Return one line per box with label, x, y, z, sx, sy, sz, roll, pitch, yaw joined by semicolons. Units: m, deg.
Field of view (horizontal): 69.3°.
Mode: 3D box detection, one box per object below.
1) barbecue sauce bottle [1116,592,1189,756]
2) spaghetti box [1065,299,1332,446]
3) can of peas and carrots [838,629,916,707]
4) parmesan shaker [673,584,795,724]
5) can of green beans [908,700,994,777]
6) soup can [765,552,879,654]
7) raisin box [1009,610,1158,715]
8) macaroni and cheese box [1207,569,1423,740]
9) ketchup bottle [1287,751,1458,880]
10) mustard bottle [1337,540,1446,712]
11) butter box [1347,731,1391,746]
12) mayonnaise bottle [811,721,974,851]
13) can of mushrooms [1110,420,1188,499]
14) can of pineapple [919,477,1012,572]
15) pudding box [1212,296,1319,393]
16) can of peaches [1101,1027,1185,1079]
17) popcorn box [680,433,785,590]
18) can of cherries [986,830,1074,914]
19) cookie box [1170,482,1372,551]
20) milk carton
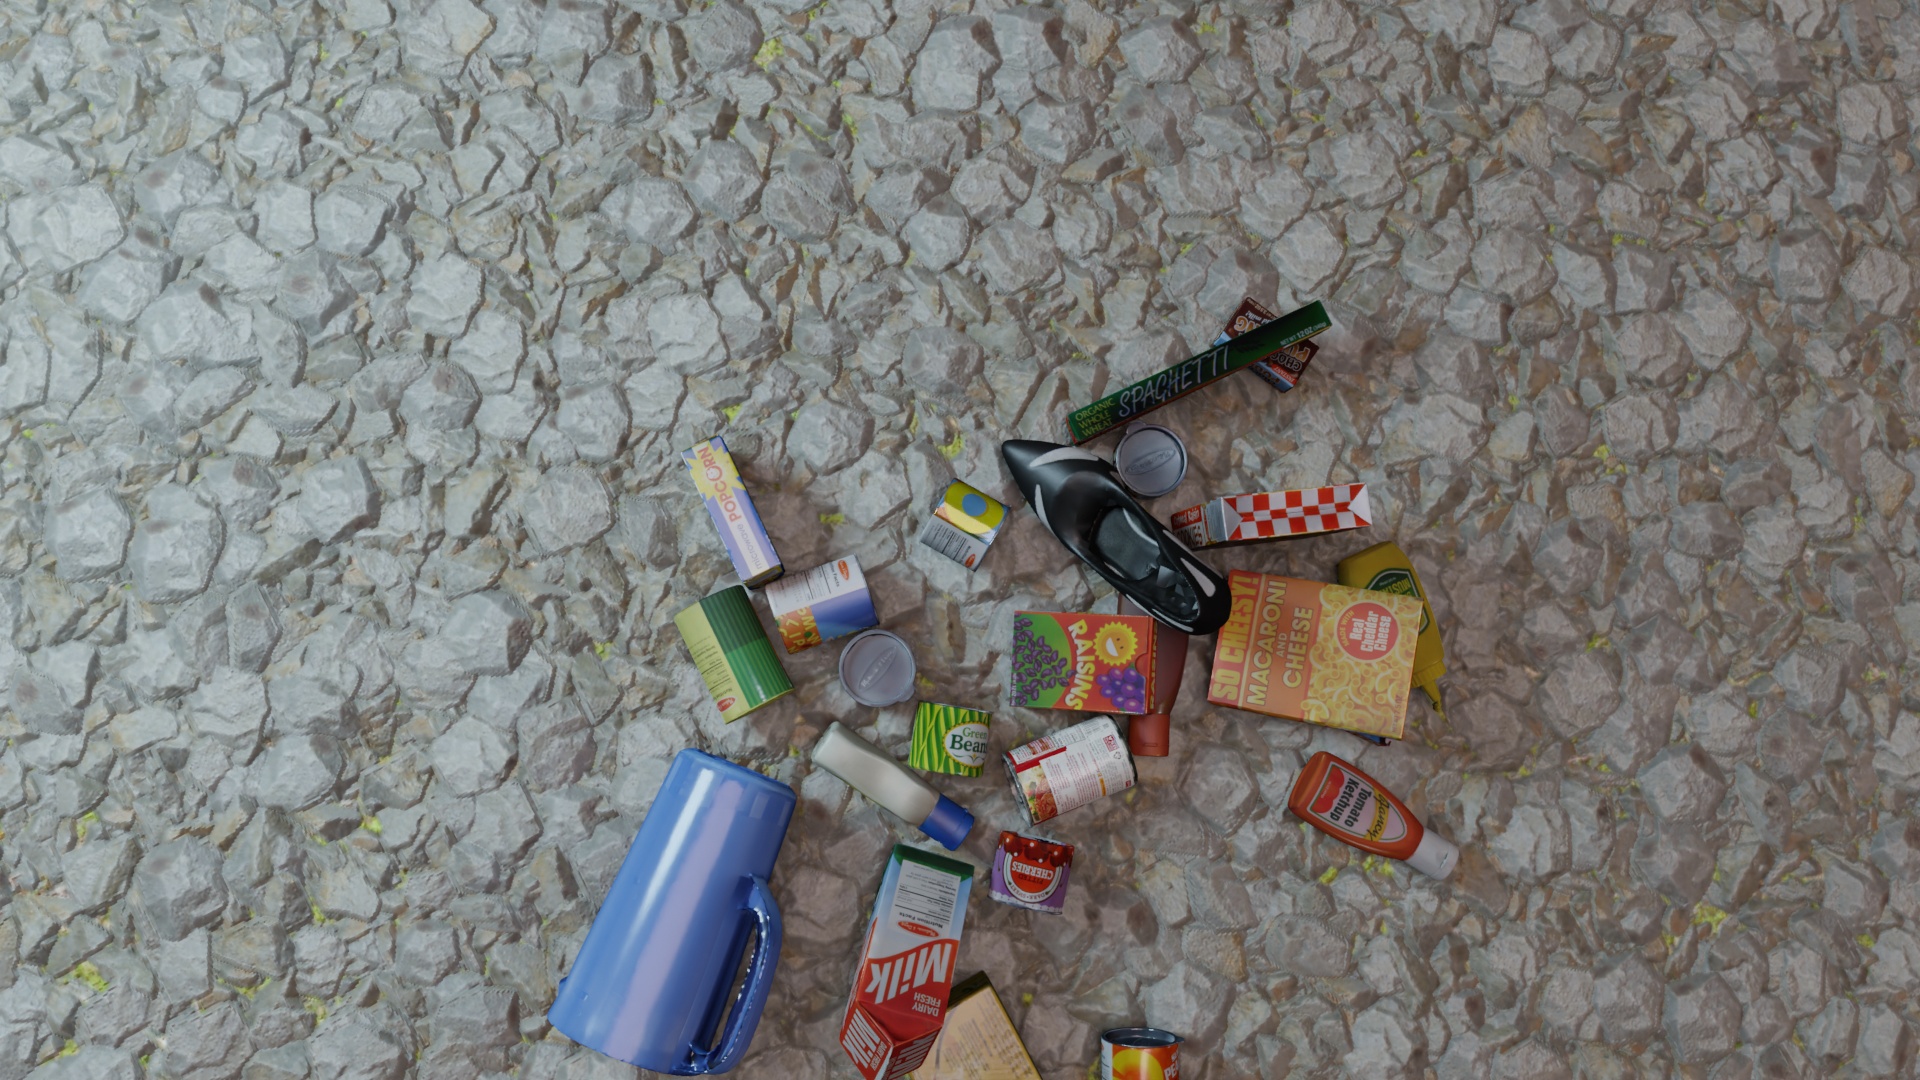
barbecue sauce bottle;0.169;0.116;1.234;0.065;0.043;0.148;3;83;2
spaghetti box;0.210;-0.149;1.247;0.250;0.050;0.028;-25;89;3
can of peas and carrots;-0.071;0.113;1.207;0.071;0.058;0.071;1;84;-5
parmesan shaker;-0.193;0.096;1.193;0.071;0.071;0.103;-26;85;-7
can of green beans;-0.009;0.171;1.200;0.071;0.071;0.058;9;83;-4
soup can;-0.119;0.058;1.208;0.084;0.071;0.071;-19;85;-6
raisin box;0.108;0.106;1.210;0.123;0.040;0.086;2;83;18
macaroni and cheese box;0.312;0.099;1.220;0.166;0.040;0.124;9;81;20
ketchup bottle;0.369;0.249;1.234;0.149;0.043;0.065;31;81;-1
mustard bottle;0.400;0.081;1.255;0.065;0.049;0.160;-26;85;-2
butter box;0.346;0.143;1.256;0.103;0.024;0.053;23;81;-2
mayonnaise bottle;-0.058;0.212;1.195;0.148;0.064;0.041;35;85;-4
can of mushrooms;0.170;-0.073;1.264;0.071;0.033;0.071;0;83;-4
can of pineapple;0.004;-0.015;1.227;0.058;0.071;0.071;29;82;-1
pudding box;0.283;-0.181;1.289;0.084;0.030;0.050;36;83;1
can of peaches;0.155;0.450;1.178;0.071;0.071;0.058;1;84;-5
popcorn box;-0.195;-0.022;1.200;0.038;0.085;0.126;-25;86;-6
can of cherries;0.061;0.284;1.189;0.071;0.071;0.058;13;82;-3
cookie box;0.262;-0.019;1.198;0.123;0.167;0.040;-6;87;-6
milk carton;-0.046;0.349;1.121;0.073;0.072;0.192;17;42;-2
